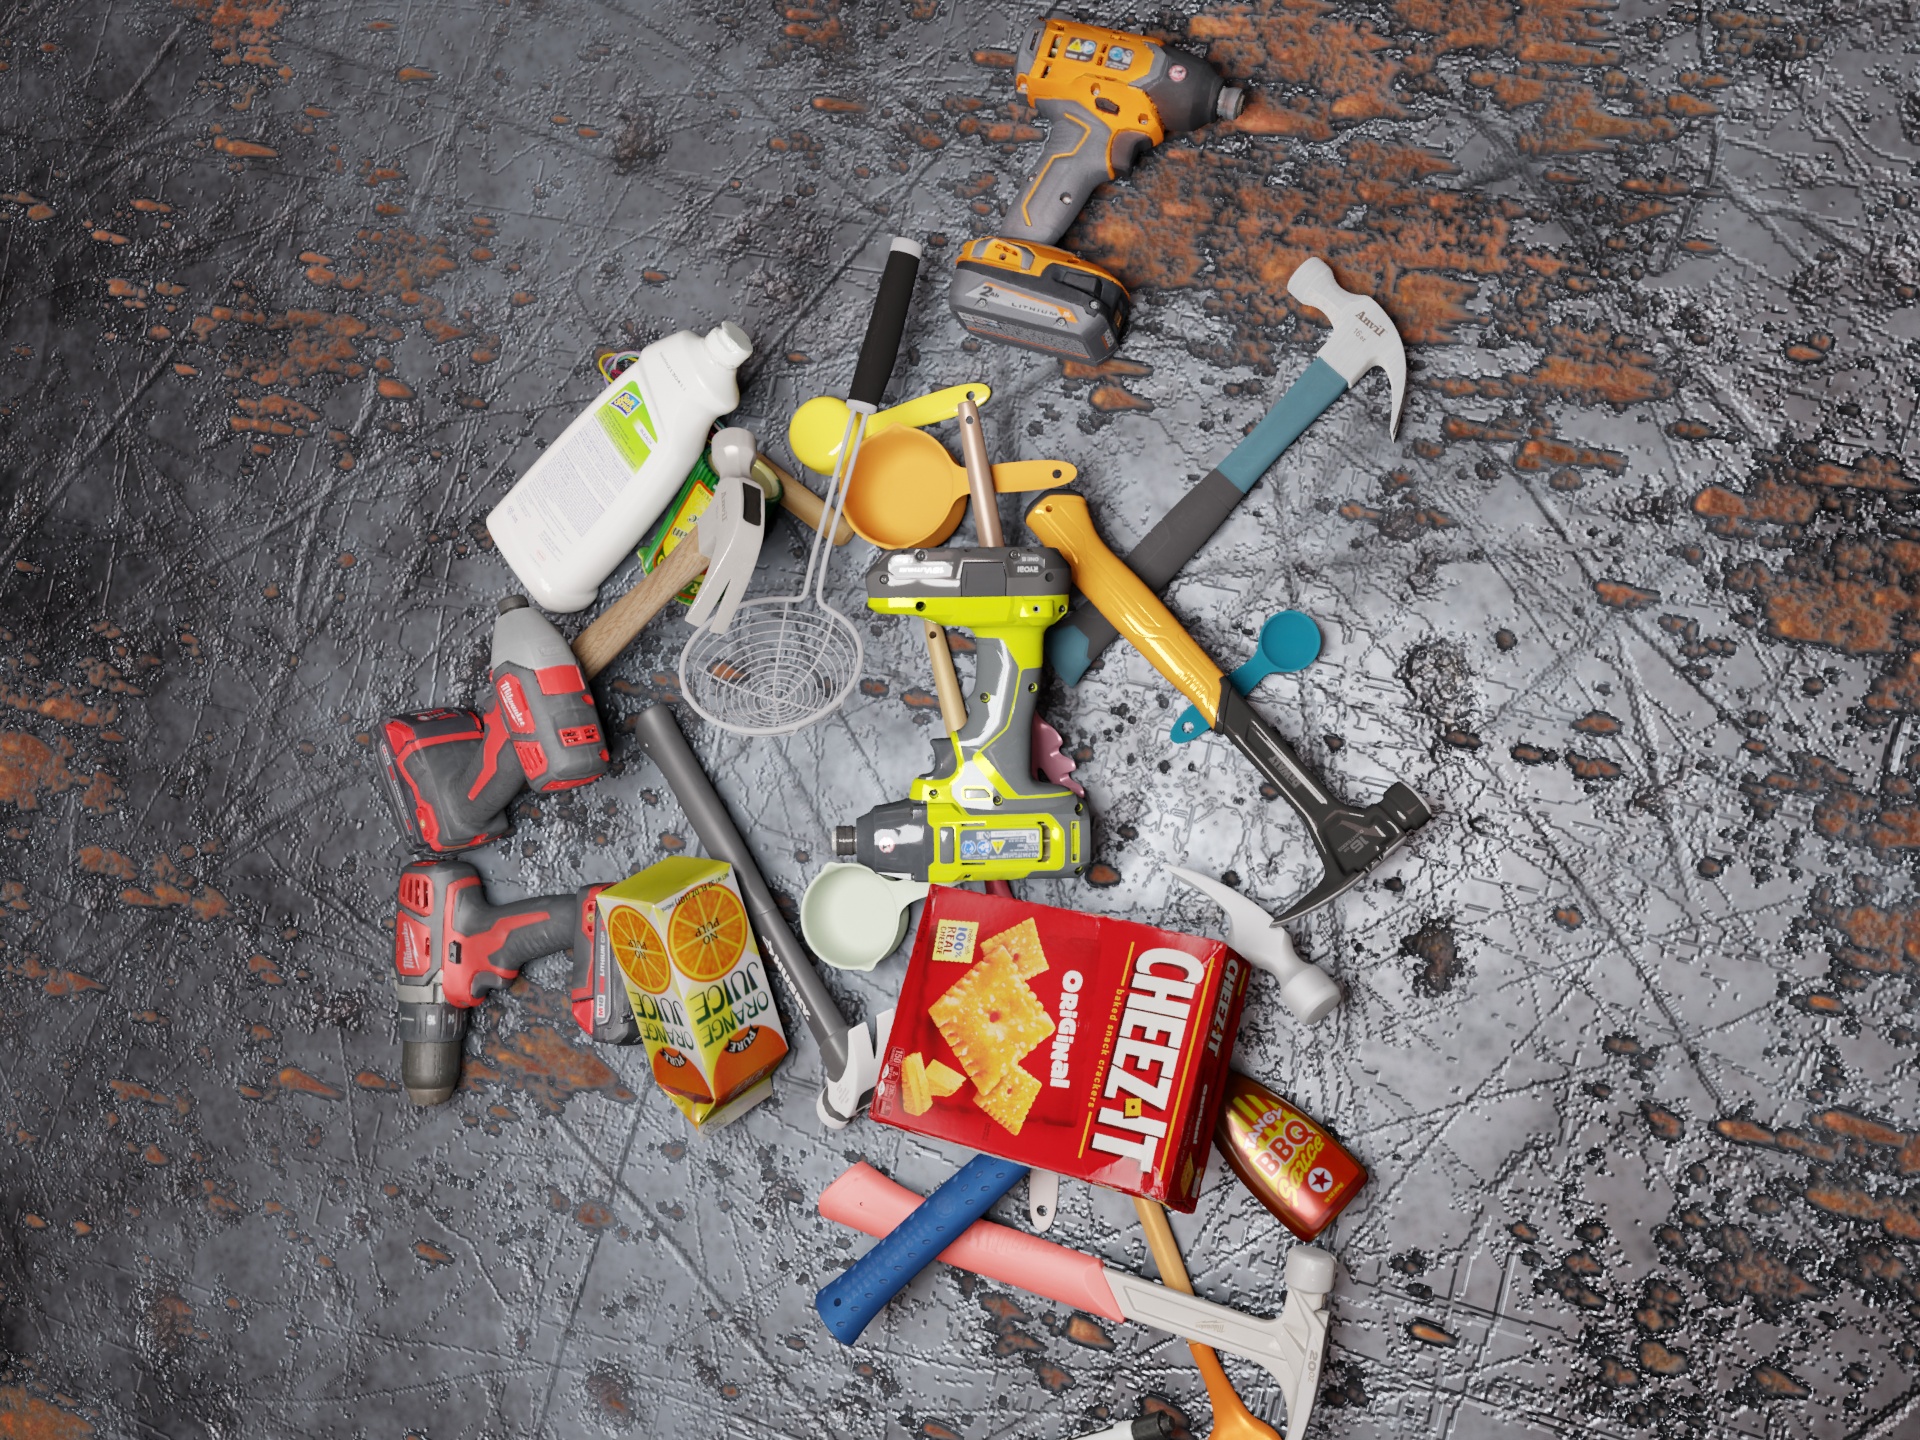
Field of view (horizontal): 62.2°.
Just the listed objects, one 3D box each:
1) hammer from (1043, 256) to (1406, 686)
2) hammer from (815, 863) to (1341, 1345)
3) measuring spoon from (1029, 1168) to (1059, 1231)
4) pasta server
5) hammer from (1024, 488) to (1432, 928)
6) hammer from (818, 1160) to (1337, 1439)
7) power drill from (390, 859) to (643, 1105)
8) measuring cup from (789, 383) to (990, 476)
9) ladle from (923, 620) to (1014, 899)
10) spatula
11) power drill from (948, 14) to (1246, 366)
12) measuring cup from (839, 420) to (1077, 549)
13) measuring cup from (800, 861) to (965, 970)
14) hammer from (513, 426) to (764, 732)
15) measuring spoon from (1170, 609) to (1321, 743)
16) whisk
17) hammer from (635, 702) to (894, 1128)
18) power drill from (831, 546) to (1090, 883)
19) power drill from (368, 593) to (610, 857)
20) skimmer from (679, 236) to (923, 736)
[{"bbox_3d":[0.176,-0.157,1.103,0.128,0.033,0.331,45,99,15],"label":"hammer"},{"bbox_3d":[0.058,0.265,1.068,0.405,0.035,0.144,-43,57,4],"label":"hammer"},{"bbox_3d":[0.059,0.297,1.116,0.034,0.018,0.124,2,88,16],"label":"measuring spoon"},{"bbox_3d":[0.033,-0.065,1.106,0.060,0.040,0.316,-11,97,-1],"label":"pasta server"},{"bbox_3d":[0.152,-0.023,1.060,0.127,0.034,0.337,-40,75,0],"label":"hammer"},{"bbox_3d":[0.066,0.384,1.078,0.359,0.036,0.149,11,88,23],"label":"hammer"},{"bbox_3d":[-0.332,0.202,1.206,0.227,0.080,0.188,0,87,19],"label":"power drill"},{"bbox_3d":[-0.055,-0.225,1.174,0.156,0.029,0.062,-13,83,17],"label":"measuring cup"},{"bbox_3d":[0.017,0.075,1.139,0.069,0.031,0.315,-17,81,15],"label":"ladle"},{"bbox_3d":[0.150,0.397,1.072,0.081,0.041,0.323,-24,79,17],"label":"spatula"},{"bbox_3d":[0.095,-0.372,1.117,0.164,0.084,0.226,18,88,16],"label":"power drill"},{"bbox_3d":[0.002,-0.167,1.145,0.173,0.052,0.095,-3,86,14],"label":"measuring cup"},{"bbox_3d":[-0.035,0.122,1.142,0.167,0.038,0.083,-25,80,14],"label":"measuring cup"},{"bbox_3d":[-0.243,-0.068,1.145,0.331,0.031,0.130,-35,50,38],"label":"hammer"},{"bbox_3d":[0.196,-0.027,1.101,0.128,0.021,0.042,-42,76,19],"label":"measuring spoon"},{"bbox_3d":[-0.181,-0.207,1.204,0.245,0.047,0.051,38,96,12],"label":"whisk"},{"bbox_3d":[-0.147,0.127,1.148,0.035,0.146,0.335,-22,69,-29],"label":"hammer"},{"bbox_3d":[-0.002,-0.003,1.060,0.171,0.080,0.223,-1,96,-3],"label":"power drill"},{"bbox_3d":[-0.346,0.008,1.171,0.219,0.078,0.143,-29,78,42],"label":"power drill"},{"bbox_3d":[-0.094,-0.165,1.097,0.127,0.090,0.363,16,91,17],"label":"skimmer"}]
